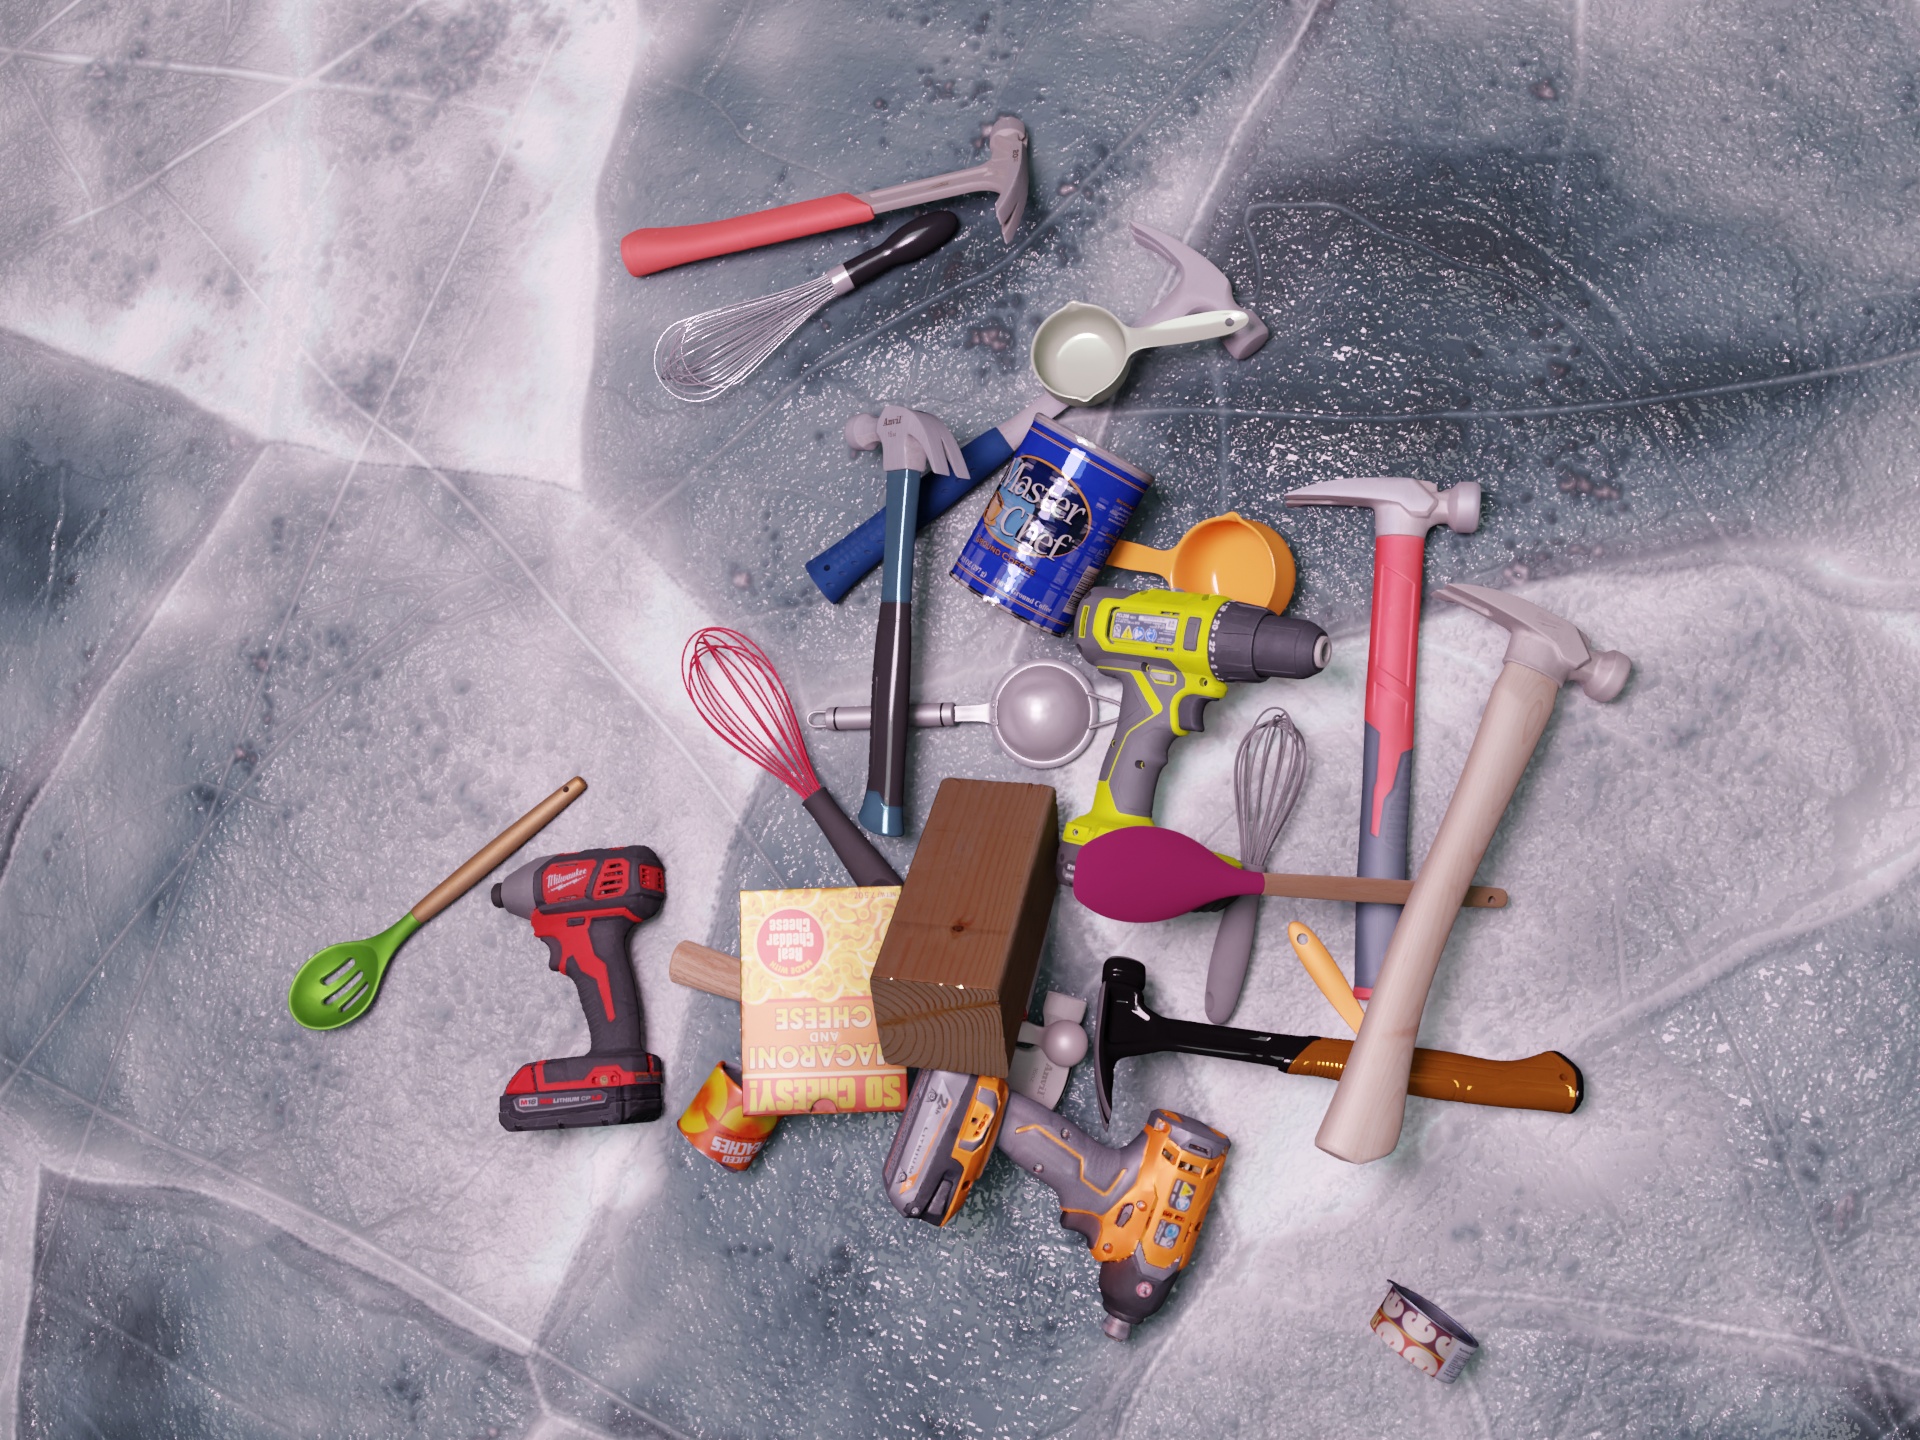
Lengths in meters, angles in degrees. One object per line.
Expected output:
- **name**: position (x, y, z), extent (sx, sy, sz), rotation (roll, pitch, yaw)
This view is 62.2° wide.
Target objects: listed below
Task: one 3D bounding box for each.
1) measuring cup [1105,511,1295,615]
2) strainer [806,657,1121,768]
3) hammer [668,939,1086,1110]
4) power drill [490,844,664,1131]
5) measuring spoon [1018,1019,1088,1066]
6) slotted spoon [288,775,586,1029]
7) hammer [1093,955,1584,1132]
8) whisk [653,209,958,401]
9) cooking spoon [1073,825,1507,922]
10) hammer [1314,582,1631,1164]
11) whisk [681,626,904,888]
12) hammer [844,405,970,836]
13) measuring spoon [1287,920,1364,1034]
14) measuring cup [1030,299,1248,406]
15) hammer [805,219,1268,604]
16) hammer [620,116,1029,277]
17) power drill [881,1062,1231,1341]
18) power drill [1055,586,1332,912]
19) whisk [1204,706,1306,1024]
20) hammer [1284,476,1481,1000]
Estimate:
- **measuring cup**: position (0.176, -0.119, 1.223), extent (0.174, 0.052, 0.095), rotation (18, 104, 37)
- **strainer**: position (-0.002, -0.004, 1.252), extent (0.258, 0.050, 0.087), rotation (-2, 84, 17)
- **hammer**: position (-0.075, 0.235, 1.233), extent (0.331, 0.031, 0.130), rotation (14, 84, 16)
- **power drill**: position (-0.309, 0.213, 1.273), extent (0.143, 0.078, 0.220), rotation (-7, 77, 13)
- **measuring spoon**: position (0.034, 0.227, 1.180), extent (0.124, 0.018, 0.034), rotation (13, 84, 17)
- **slotted spoon**: position (-0.436, 0.150, 1.339), extent (0.314, 0.031, 0.070), rotation (-39, 71, 3)
- **hammer**: position (0.261, 0.243, 1.109), extent (0.337, 0.034, 0.127), rotation (6, 49, 4)
- **whisk**: position (-0.129, -0.355, 1.334), extent (0.284, 0.070, 0.070), rotation (-28, 75, 3)
- **cooking spoon**: position (0.233, 0.114, 1.102), extent (0.318, 0.017, 0.068), rotation (4, 99, -12)
- **hammer**: position (0.326, 0.103, 1.094), extent (0.146, 0.038, 0.411), rotation (26, 77, -2)
- **whisk**: position (-0.128, 0.044, 1.267), extent (0.073, 0.073, 0.296), rotation (-38, 80, 5)
- **hammer**: position (-0.051, -0.077, 1.226), extent (0.128, 0.033, 0.331), rotation (4, 91, 51)
- **measuring spoon**: position (0.275, 0.197, 1.162), extent (0.021, 0.011, 0.117), rotation (-34, 75, 6)
- **measuring cup**: position (0.139, -0.288, 1.227), extent (0.167, 0.038, 0.083), rotation (-9, 79, 10)
- **hammer**: position (0.042, -0.237, 1.280), extent (0.405, 0.035, 0.144), rotation (-37, 75, 6)
- **hammer**: position (-0.119, -0.416, 1.326), extent (0.359, 0.036, 0.149), rotation (-7, 47, 17)
- **power drill**: position (0.063, 0.335, 1.132), extent (0.226, 0.084, 0.164), rotation (21, 86, -5)
- **power drill**: position (0.162, 0.019, 1.152), extent (0.191, 0.080, 0.228), rotation (10, 91, 36)
- **whisk**: position (0.213, 0.107, 1.177), extent (0.055, 0.055, 0.239), rotation (12, 89, 15)
- **hammer**: position (0.300, 0.010, 1.174), extent (0.143, 0.038, 0.386), rotation (3, 82, 16)
